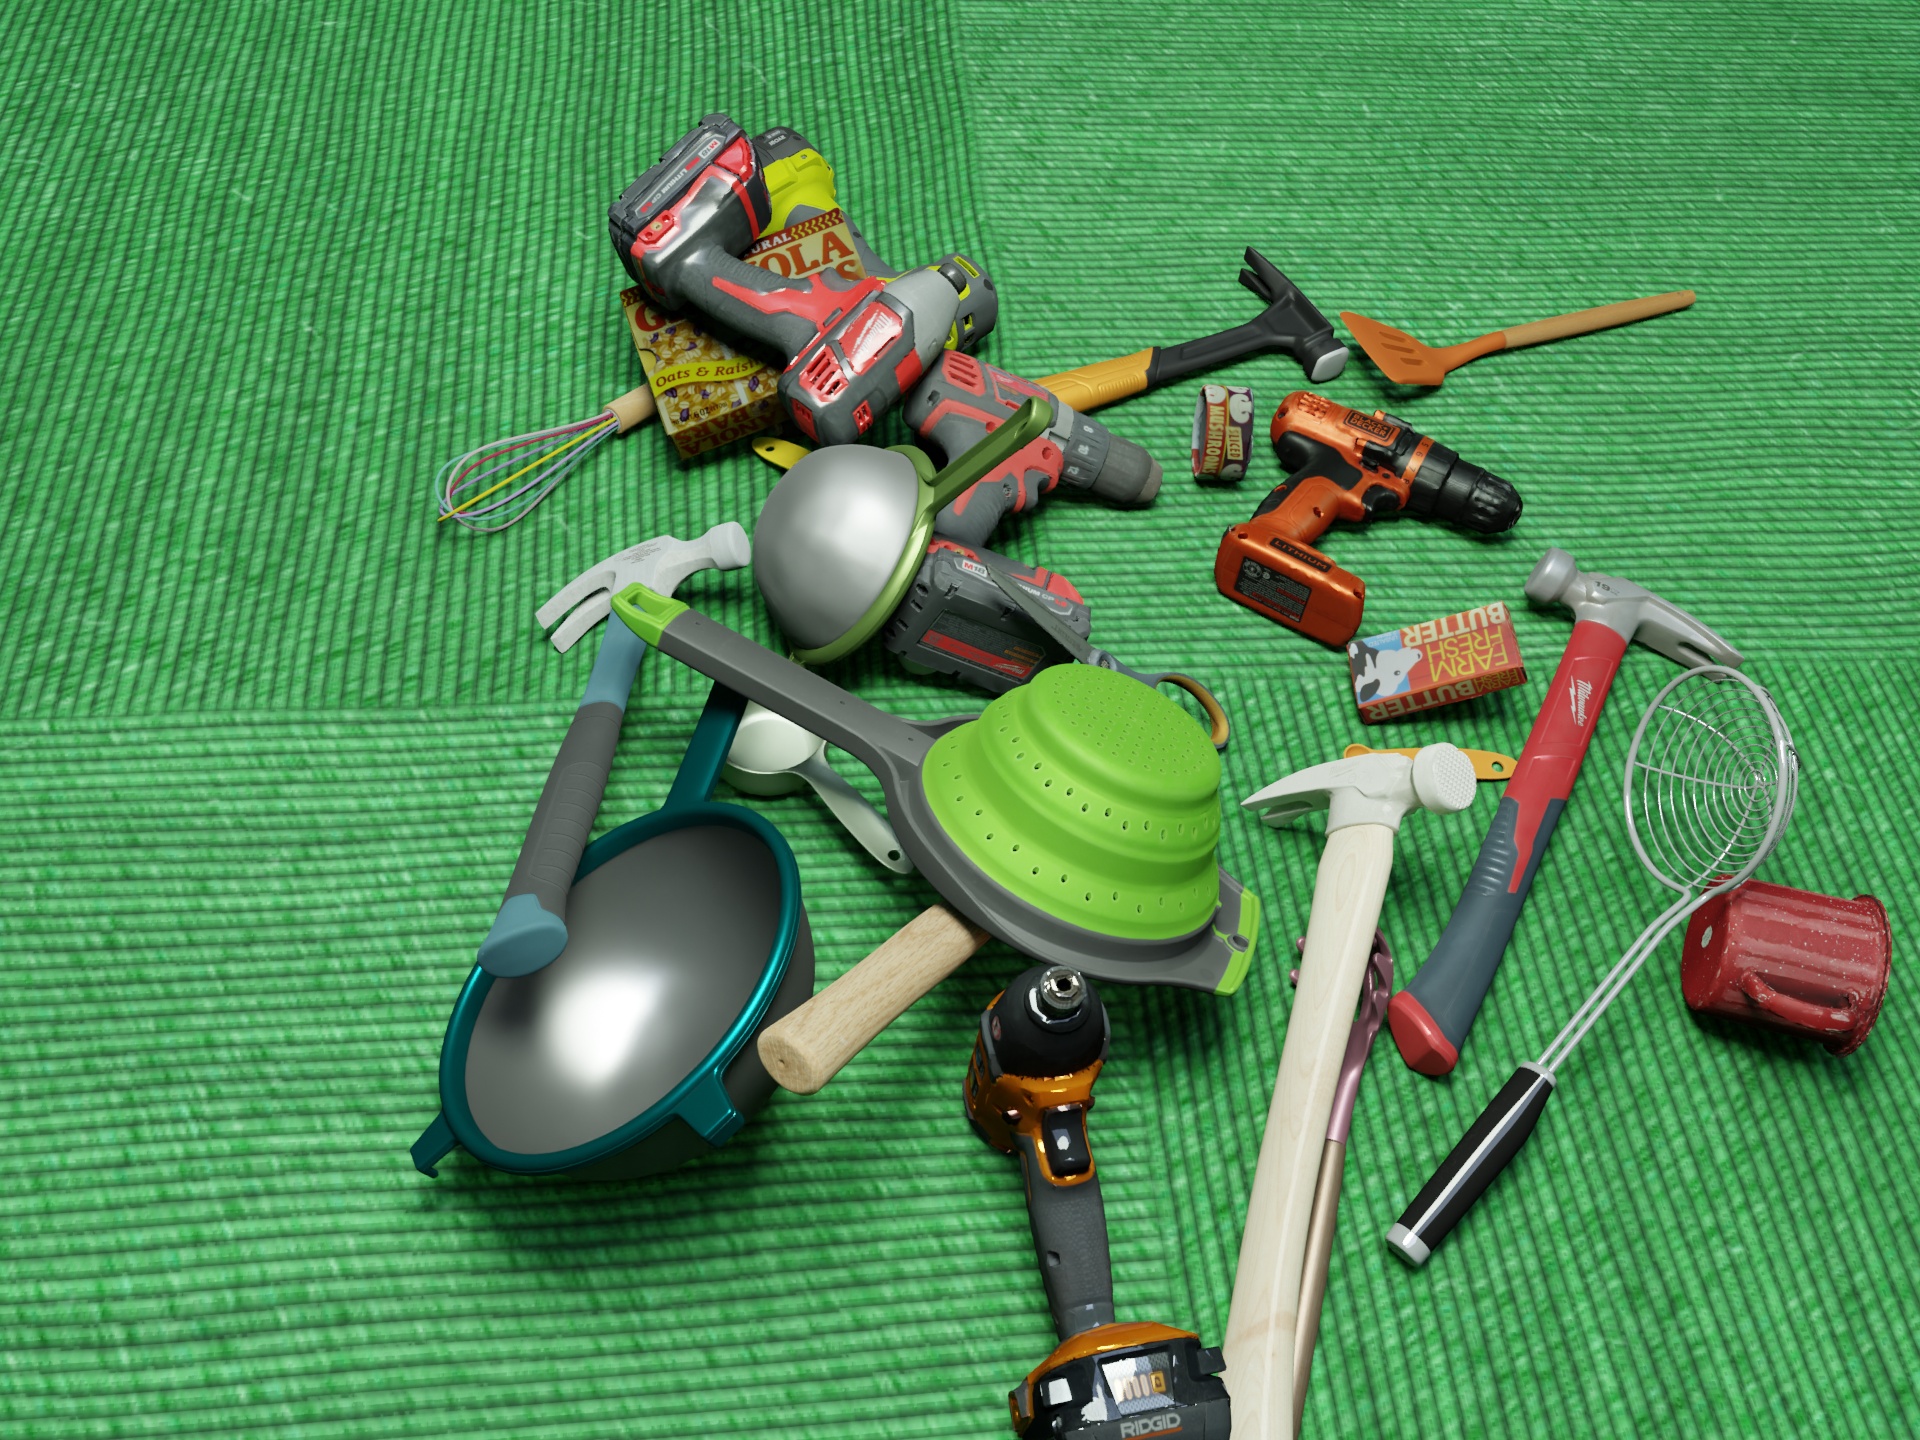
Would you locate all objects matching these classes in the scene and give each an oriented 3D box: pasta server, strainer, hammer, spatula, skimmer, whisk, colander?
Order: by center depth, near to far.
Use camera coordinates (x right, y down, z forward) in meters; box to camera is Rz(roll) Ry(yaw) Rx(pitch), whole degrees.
[{"bbox_3d":[0.003,0.099,0.820,0.130,0.031,0.331,35,31,16],"label":"hammer"},{"bbox_3d":[0.183,0.242,0.822,0.040,0.060,0.316,37,54,-25],"label":"pasta server"},{"bbox_3d":[0.169,0.203,0.822,0.038,0.146,0.411,33,61,-27],"label":"hammer"},{"bbox_3d":[-0.138,0.104,0.845,0.211,0.095,0.341,-14,41,27],"label":"strainer"},{"bbox_3d":[-0.001,-0.003,0.848,0.397,0.094,0.204,28,29,4],"label":"colander"},{"bbox_3d":[0.327,0.126,0.856,0.090,0.127,0.363,46,76,-7],"label":"skimmer"},{"bbox_3d":[-0.205,0.005,0.897,0.128,0.033,0.331,-13,40,16],"label":"hammer"},{"bbox_3d":[-0.052,-0.132,0.936,0.069,0.256,0.152,26,54,-30],"label":"strainer"},{"bbox_3d":[0.361,0.058,0.966,0.143,0.038,0.386,30,59,7],"label":"hammer"},{"bbox_3d":[-0.257,-0.197,1.090,0.051,0.047,0.245,45,57,10],"label":"whisk"},{"bbox_3d":[0.116,-0.259,1.169,0.337,0.034,0.127,-22,60,-19],"label":"hammer"},{"bbox_3d":[0.441,-0.305,1.228,0.322,0.041,0.081,-15,57,-17],"label":"spatula"}]

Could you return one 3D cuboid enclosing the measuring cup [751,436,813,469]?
[{"bbox_3d":[-0.082,-0.156,1.089,0.157,0.029,0.062,28,59,26],"label":"measuring cup"}]

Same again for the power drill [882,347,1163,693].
[{"bbox_3d":[0.044,-0.128,1.034,0.187,0.080,0.227,20,53,-18],"label":"power drill"}]

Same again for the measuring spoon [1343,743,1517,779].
[{"bbox_3d":[0.296,0.028,1.002,0.117,0.011,0.021,3,59,-7],"label":"measuring spoon"}]

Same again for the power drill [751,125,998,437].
[{"bbox_3d":[-0.111,-0.316,1.163,0.190,0.080,0.229,-36,68,-17],"label":"power drill"}]

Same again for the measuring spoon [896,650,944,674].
[{"bbox_3d":[-0.044,-0.087,1.022,0.034,0.018,0.124,-25,77,-6],"label":"measuring spoon"}]

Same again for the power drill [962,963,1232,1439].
[{"bbox_3d":[0.055,0.230,0.743,0.084,0.164,0.227,-7,58,-11],"label":"power drill"}]

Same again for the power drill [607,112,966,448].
[{"bbox_3d":[-0.108,-0.286,1.030,0.220,0.078,0.143,41,80,16],"label":"power drill"}]

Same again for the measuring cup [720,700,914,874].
[{"bbox_3d":[-0.086,0.039,0.941,0.083,0.038,0.168,-35,67,-26],"label":"measuring cup"}]
